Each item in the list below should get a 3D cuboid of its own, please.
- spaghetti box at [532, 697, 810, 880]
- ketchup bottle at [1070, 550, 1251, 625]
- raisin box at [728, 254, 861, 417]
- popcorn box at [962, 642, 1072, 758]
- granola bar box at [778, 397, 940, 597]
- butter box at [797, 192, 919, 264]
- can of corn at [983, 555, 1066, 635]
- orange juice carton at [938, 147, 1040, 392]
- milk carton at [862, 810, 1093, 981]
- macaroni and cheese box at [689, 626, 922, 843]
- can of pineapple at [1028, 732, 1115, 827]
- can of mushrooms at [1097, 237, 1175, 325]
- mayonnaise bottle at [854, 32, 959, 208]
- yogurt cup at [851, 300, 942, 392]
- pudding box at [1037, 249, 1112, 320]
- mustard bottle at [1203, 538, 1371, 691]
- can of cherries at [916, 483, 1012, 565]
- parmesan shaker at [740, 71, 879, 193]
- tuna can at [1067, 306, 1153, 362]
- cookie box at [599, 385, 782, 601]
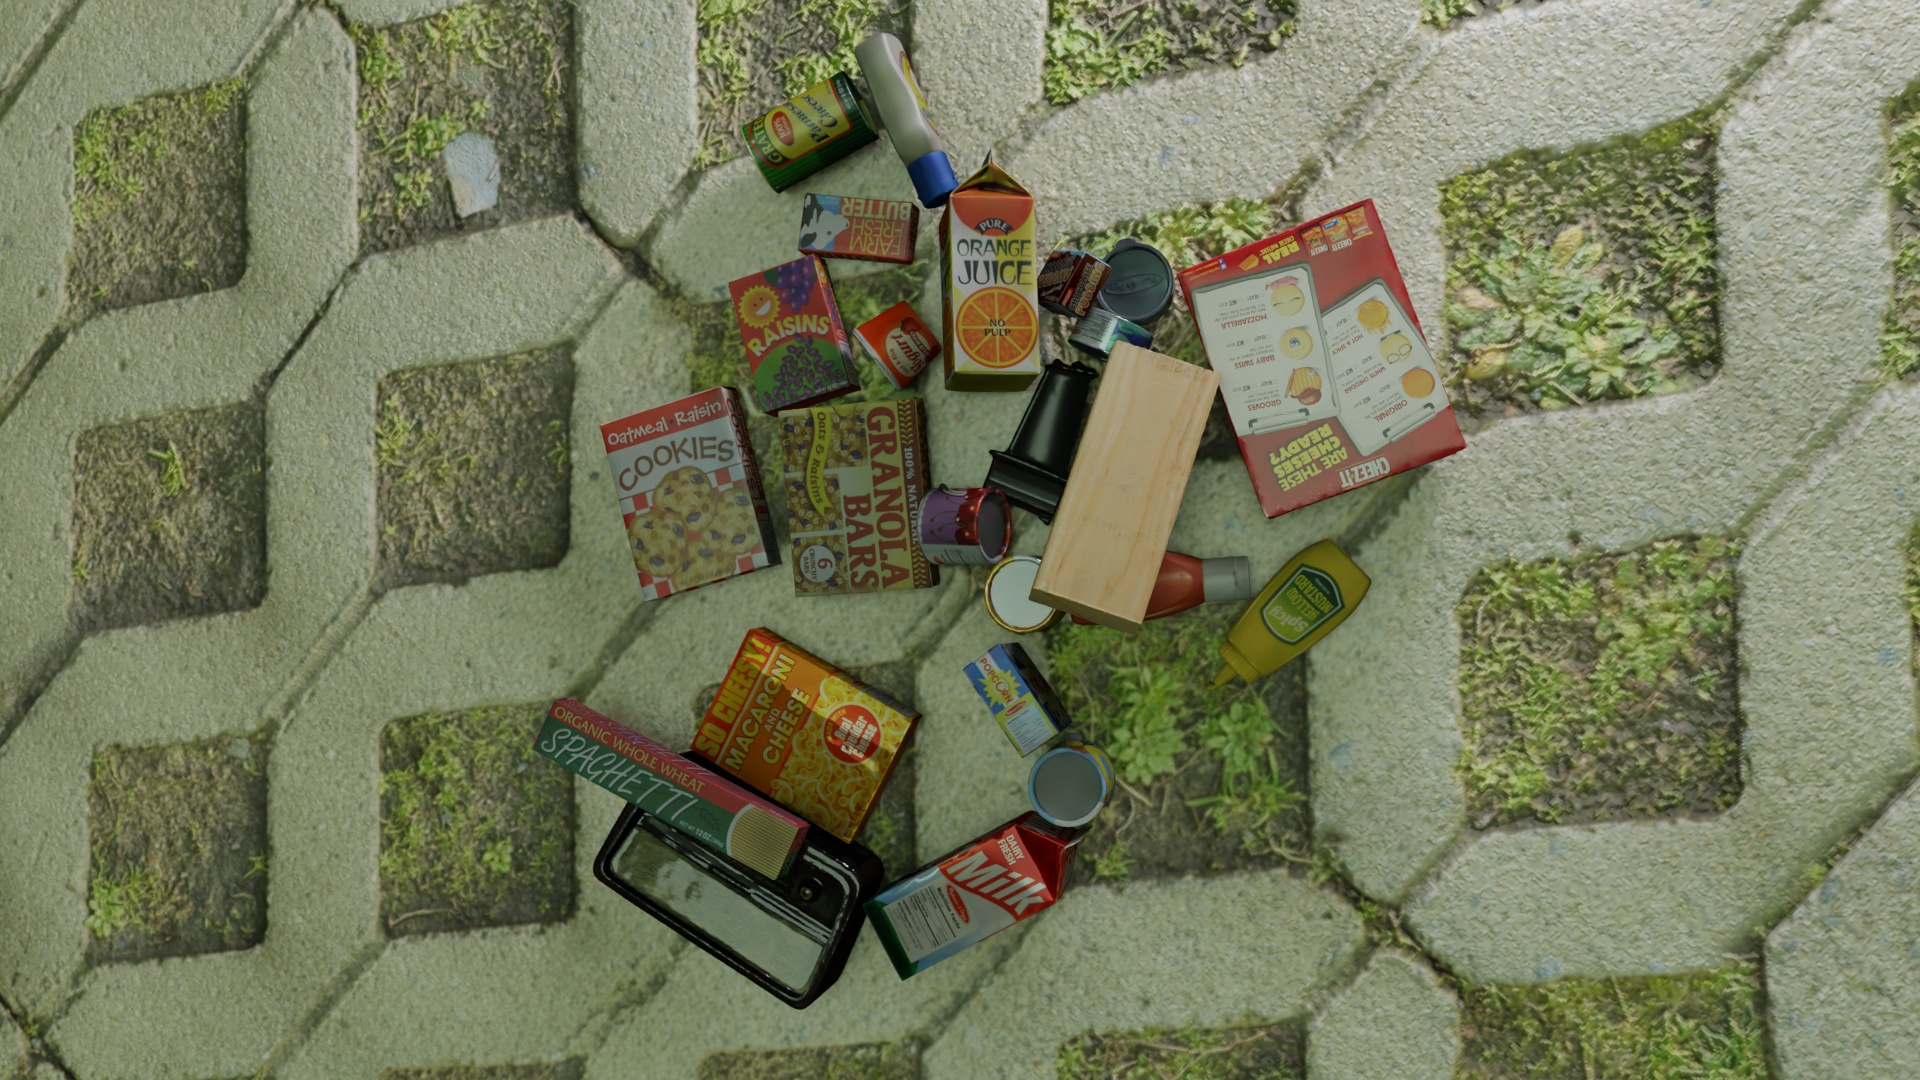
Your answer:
[{"bbox_3d":[-0.248,0.208,1.175,0.250,0.028,0.050,25,91,13],"label":"spaghetti box"},{"bbox_3d":[0.165,0.036,1.155,0.149,0.043,0.064,-4,88,12],"label":"ketchup bottle"},{"bbox_3d":[-0.147,-0.181,1.233,0.086,0.040,0.123,-17,86,12],"label":"raisin box"},{"bbox_3d":[0.049,0.128,1.134,0.038,0.126,0.085,-35,82,5],"label":"popcorn box"},{"bbox_3d":[-0.088,-0.037,1.208,0.124,0.039,0.165,-5,92,12],"label":"granola bar box"},{"bbox_3d":[-0.090,-0.276,1.231,0.103,0.024,0.053,8,89,12],"label":"butter box"},{"bbox_3d":[0.056,0.047,1.171,0.071,0.058,0.071,0,88,13],"label":"can of corn"},{"bbox_3d":[0.023,-0.226,1.168,0.073,0.071,0.192,-1,84,-8],"label":"orange juice carton"},{"bbox_3d":[0.023,0.287,1.163,0.190,0.072,0.073,-30,82,11],"label":"milk carton"},{"bbox_3d":[-0.136,0.169,1.218,0.166,0.040,0.123,28,94,11],"label":"macaroni and cheese box"},{"bbox_3d":[0.092,0.200,1.157,0.071,0.058,0.071,0,88,13],"label":"can of pineapple"},{"bbox_3d":[0.147,-0.218,1.173,0.071,0.033,0.071,0,88,13],"label":"can of mushrooms"},{"bbox_3d":[-0.044,-0.363,1.207,0.041,0.065,0.148,-24,87,14],"label":"mayonnaise bottle"},{"bbox_3d":[-0.053,-0.170,1.200,0.054,0.072,0.072,-38,81,1],"label":"yogurt cup"},{"bbox_3d":[0.091,-0.215,1.159,0.030,0.084,0.049,28,95,-19],"label":"pudding box"},{"bbox_3d":[0.259,0.070,1.130,0.160,0.049,0.065,-45,78,7],"label":"mustard bottle"},{"bbox_3d":[0.004,-0.015,1.173,0.058,0.071,0.071,0,88,30],"label":"can of cherries"},{"bbox_3d":[-0.133,-0.362,1.222,0.103,0.071,0.071,-26,83,10],"label":"parmesan shaker"},{"bbox_3d":[0.127,-0.167,1.161,0.071,0.071,0.033,25,93,12],"label":"tuna can"},{"bbox_3d":[-0.242,-0.042,1.249,0.123,0.040,0.167,-16,86,11],"label":"cookie box"}]
